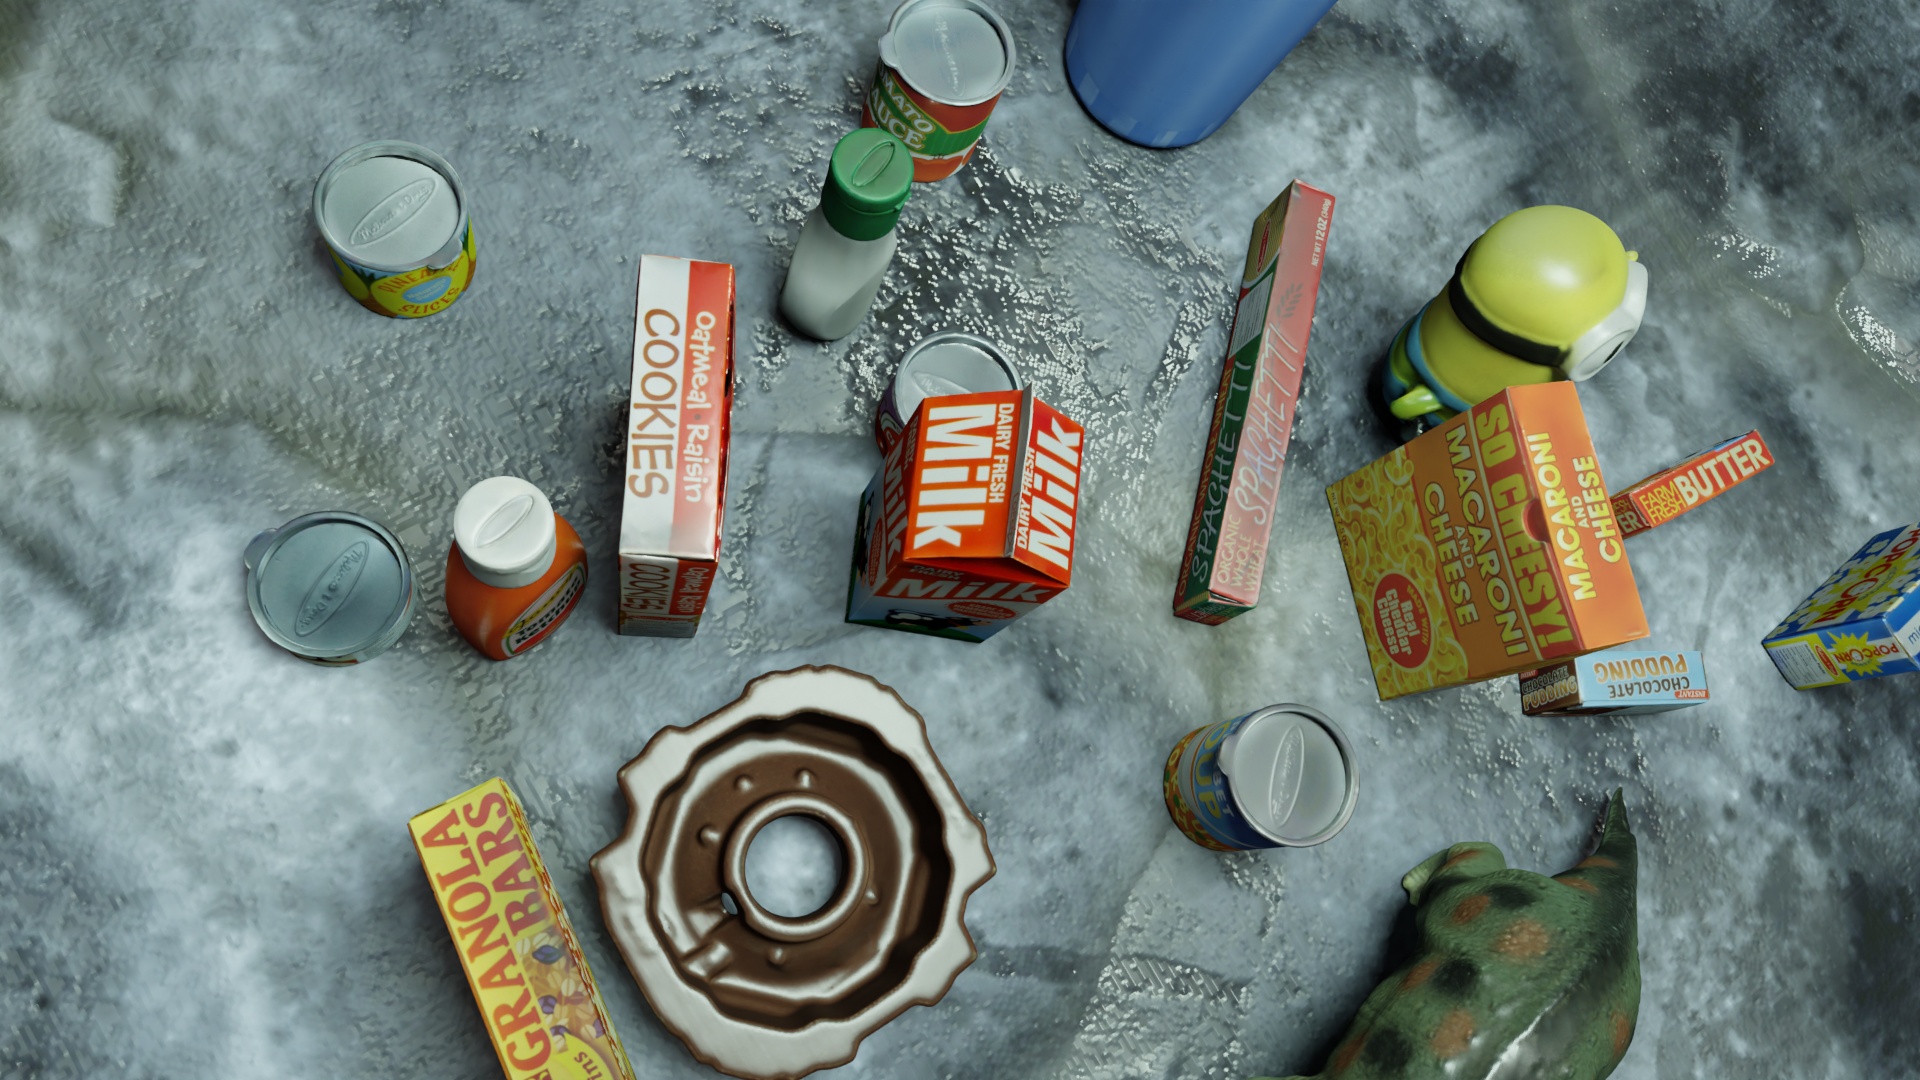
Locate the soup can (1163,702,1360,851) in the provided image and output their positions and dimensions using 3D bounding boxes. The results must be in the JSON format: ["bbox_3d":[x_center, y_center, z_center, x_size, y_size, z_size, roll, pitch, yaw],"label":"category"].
[{"bbox_3d":[0.142,0.116,0.677,0.071,0.083,0.071,4,75,-13],"label":"soup can"}]

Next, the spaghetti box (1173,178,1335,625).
[{"bbox_3d":[0.159,-0.076,0.751,0.029,0.050,0.251,18,72,-9],"label":"spaghetti box"}]

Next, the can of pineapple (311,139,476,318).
[{"bbox_3d":[-0.264,-0.144,0.656,0.071,0.057,0.071,4,75,-13],"label":"can of pineapple"}]

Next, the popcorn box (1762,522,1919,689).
[{"bbox_3d":[0.541,0.033,0.801,0.127,0.085,0.038,-34,86,-20],"label":"popcorn box"}]

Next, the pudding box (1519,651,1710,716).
[{"bbox_3d":[0.357,0.079,0.760,0.084,0.049,0.030,1,76,-14],"label":"pudding box"}]

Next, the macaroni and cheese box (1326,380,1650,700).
[{"bbox_3d":[0.252,0.007,0.691,0.040,0.166,0.124,-8,78,-16],"label":"macaroni and cheese box"}]

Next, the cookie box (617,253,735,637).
[{"bbox_3d":[-0.125,-0.032,0.603,0.040,0.167,0.123,4,75,-13],"label":"cookie box"}]

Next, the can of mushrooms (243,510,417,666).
[{"bbox_3d":[-0.281,0.021,0.620,0.071,0.033,0.071,4,75,-13],"label":"can of mushrooms"}]

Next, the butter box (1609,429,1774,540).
[{"bbox_3d":[0.411,-0.029,0.801,0.104,0.053,0.024,-24,83,-19],"label":"butter box"}]

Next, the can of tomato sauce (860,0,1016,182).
[{"bbox_3d":[-0.016,-0.236,0.732,0.071,0.083,0.071,4,75,-13],"label":"can of tomato sauce"}]

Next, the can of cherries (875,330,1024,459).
[{"bbox_3d":[-0.008,-0.063,0.700,0.071,0.058,0.071,4,75,-13],"label":"can of cherries"}]

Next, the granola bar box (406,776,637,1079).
[{"bbox_3d":[-0.168,0.183,0.557,0.039,0.124,0.165,-23,82,-19],"label":"granola bar box"}]

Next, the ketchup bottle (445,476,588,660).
[{"bbox_3d":[-0.189,0.010,0.586,0.043,0.148,0.065,43,70,-1],"label":"ketchup bottle"}]

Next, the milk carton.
[{"bbox_3d":[0.002,-0.008,0.617,0.073,0.190,0.072,10,74,-12],"label":"milk carton"}]

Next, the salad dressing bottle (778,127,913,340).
[{"bbox_3d":[-0.054,-0.144,0.662,0.044,0.147,0.064,39,70,-2],"label":"salad dressing bottle"}]
